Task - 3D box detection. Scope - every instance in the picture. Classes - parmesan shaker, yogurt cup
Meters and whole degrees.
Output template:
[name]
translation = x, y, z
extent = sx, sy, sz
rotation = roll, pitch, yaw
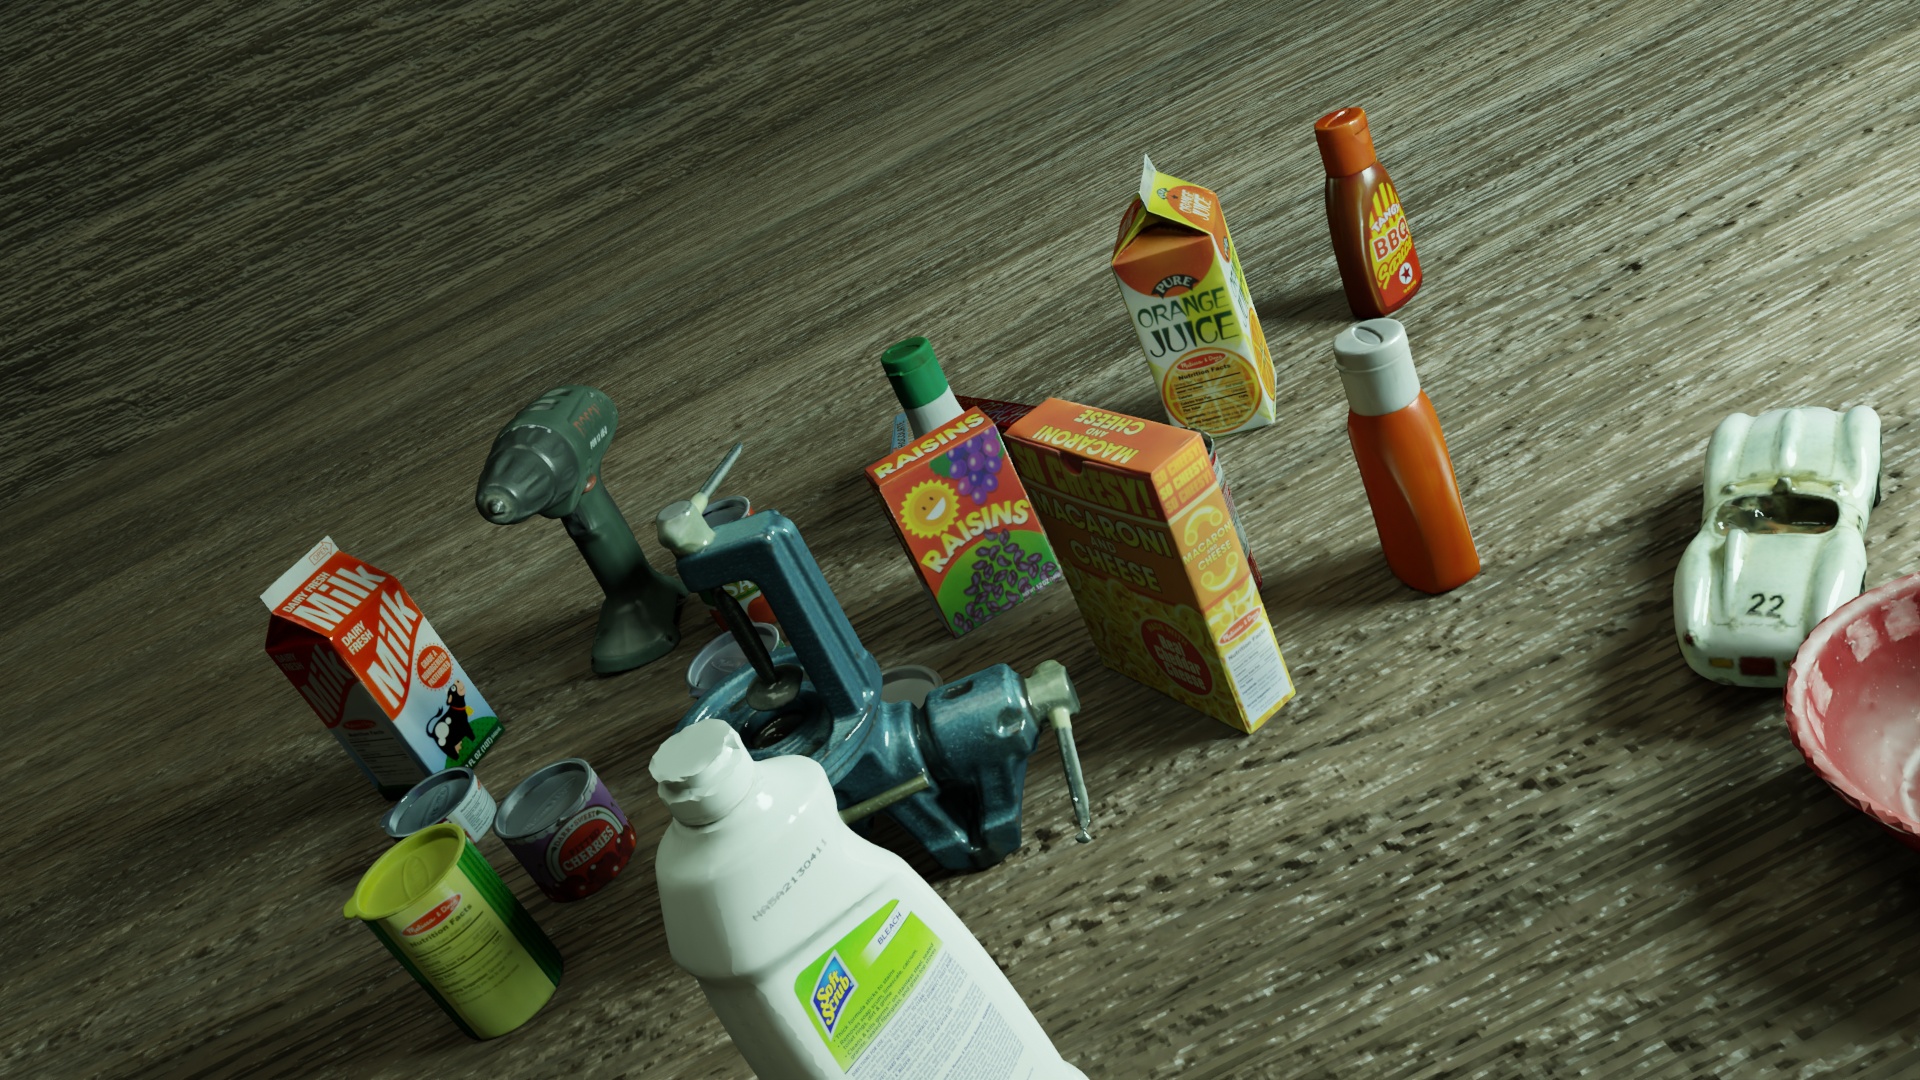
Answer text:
[parmesan shaker]
translation = -0.276, 0.216, 0.761
extent = 0.071, 0.102, 0.071
rotation = -20, 29, 11
[yogurt cup]
translation = -0.032, 0.112, 0.790
extent = 0.072, 0.053, 0.073
rotation = -20, 29, 11

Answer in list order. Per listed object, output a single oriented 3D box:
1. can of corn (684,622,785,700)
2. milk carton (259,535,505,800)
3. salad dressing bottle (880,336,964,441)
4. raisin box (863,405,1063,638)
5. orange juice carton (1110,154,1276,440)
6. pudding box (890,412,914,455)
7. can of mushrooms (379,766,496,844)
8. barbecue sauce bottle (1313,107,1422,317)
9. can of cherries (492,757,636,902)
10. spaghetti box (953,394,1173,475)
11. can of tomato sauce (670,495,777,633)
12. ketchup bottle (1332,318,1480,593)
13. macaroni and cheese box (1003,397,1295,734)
[can of corn]
translation = -0.136, 0.098, 0.894
extent = 0.071, 0.058, 0.071
rotation = -20, 29, 11
[milk carton]
translation = -0.419, 0.092, 0.993
extent = 0.073, 0.189, 0.073
rotation = -9, 32, 29
[salad dressing bottle]
translation = -0.010, -0.073, 0.985
extent = 0.064, 0.147, 0.044
rotation = -1, 37, 39
[raisin box]
translation = 0.003, -0.011, 0.896
extent = 0.086, 0.123, 0.040
rotation = -29, 28, -6
[orange juice carton]
translation = 0.157, -0.168, 0.961
extent = 0.073, 0.192, 0.072
rotation = -14, 30, 22
[pudding box]
translation = -0.032, -0.065, 1.093
extent = 0.030, 0.049, 0.084
rotation = -19, 29, 12
[can of mushrooms]
translation = -0.355, 0.189, 0.944
extent = 0.071, 0.033, 0.071
rotation = -20, 29, 11
[barbecue sauce bottle]
translation = 0.296, -0.241, 1.018
extent = 0.065, 0.148, 0.043
rotation = -41, 32, -26
[can of cherries]
translation = -0.238, 0.177, 0.844
extent = 0.071, 0.058, 0.072
rotation = -20, 29, 11
[spaghetti box]
translation = 0.067, -0.070, 1.020
extent = 0.029, 0.050, 0.250
rotation = -40, 31, -25
[can of tomato sauce]
translation = -0.166, 0.020, 1.022
extent = 0.071, 0.082, 0.071
rotation = -20, 29, 11
[ketchup bottle]
translation = 0.234, -0.045, 0.739
extent = 0.043, 0.148, 0.065
rotation = -26, 28, 0
[macaroni and cheese box]
translation = 0.099, 0.012, 0.734
extent = 0.040, 0.165, 0.124
rotation = -37, 30, -20
